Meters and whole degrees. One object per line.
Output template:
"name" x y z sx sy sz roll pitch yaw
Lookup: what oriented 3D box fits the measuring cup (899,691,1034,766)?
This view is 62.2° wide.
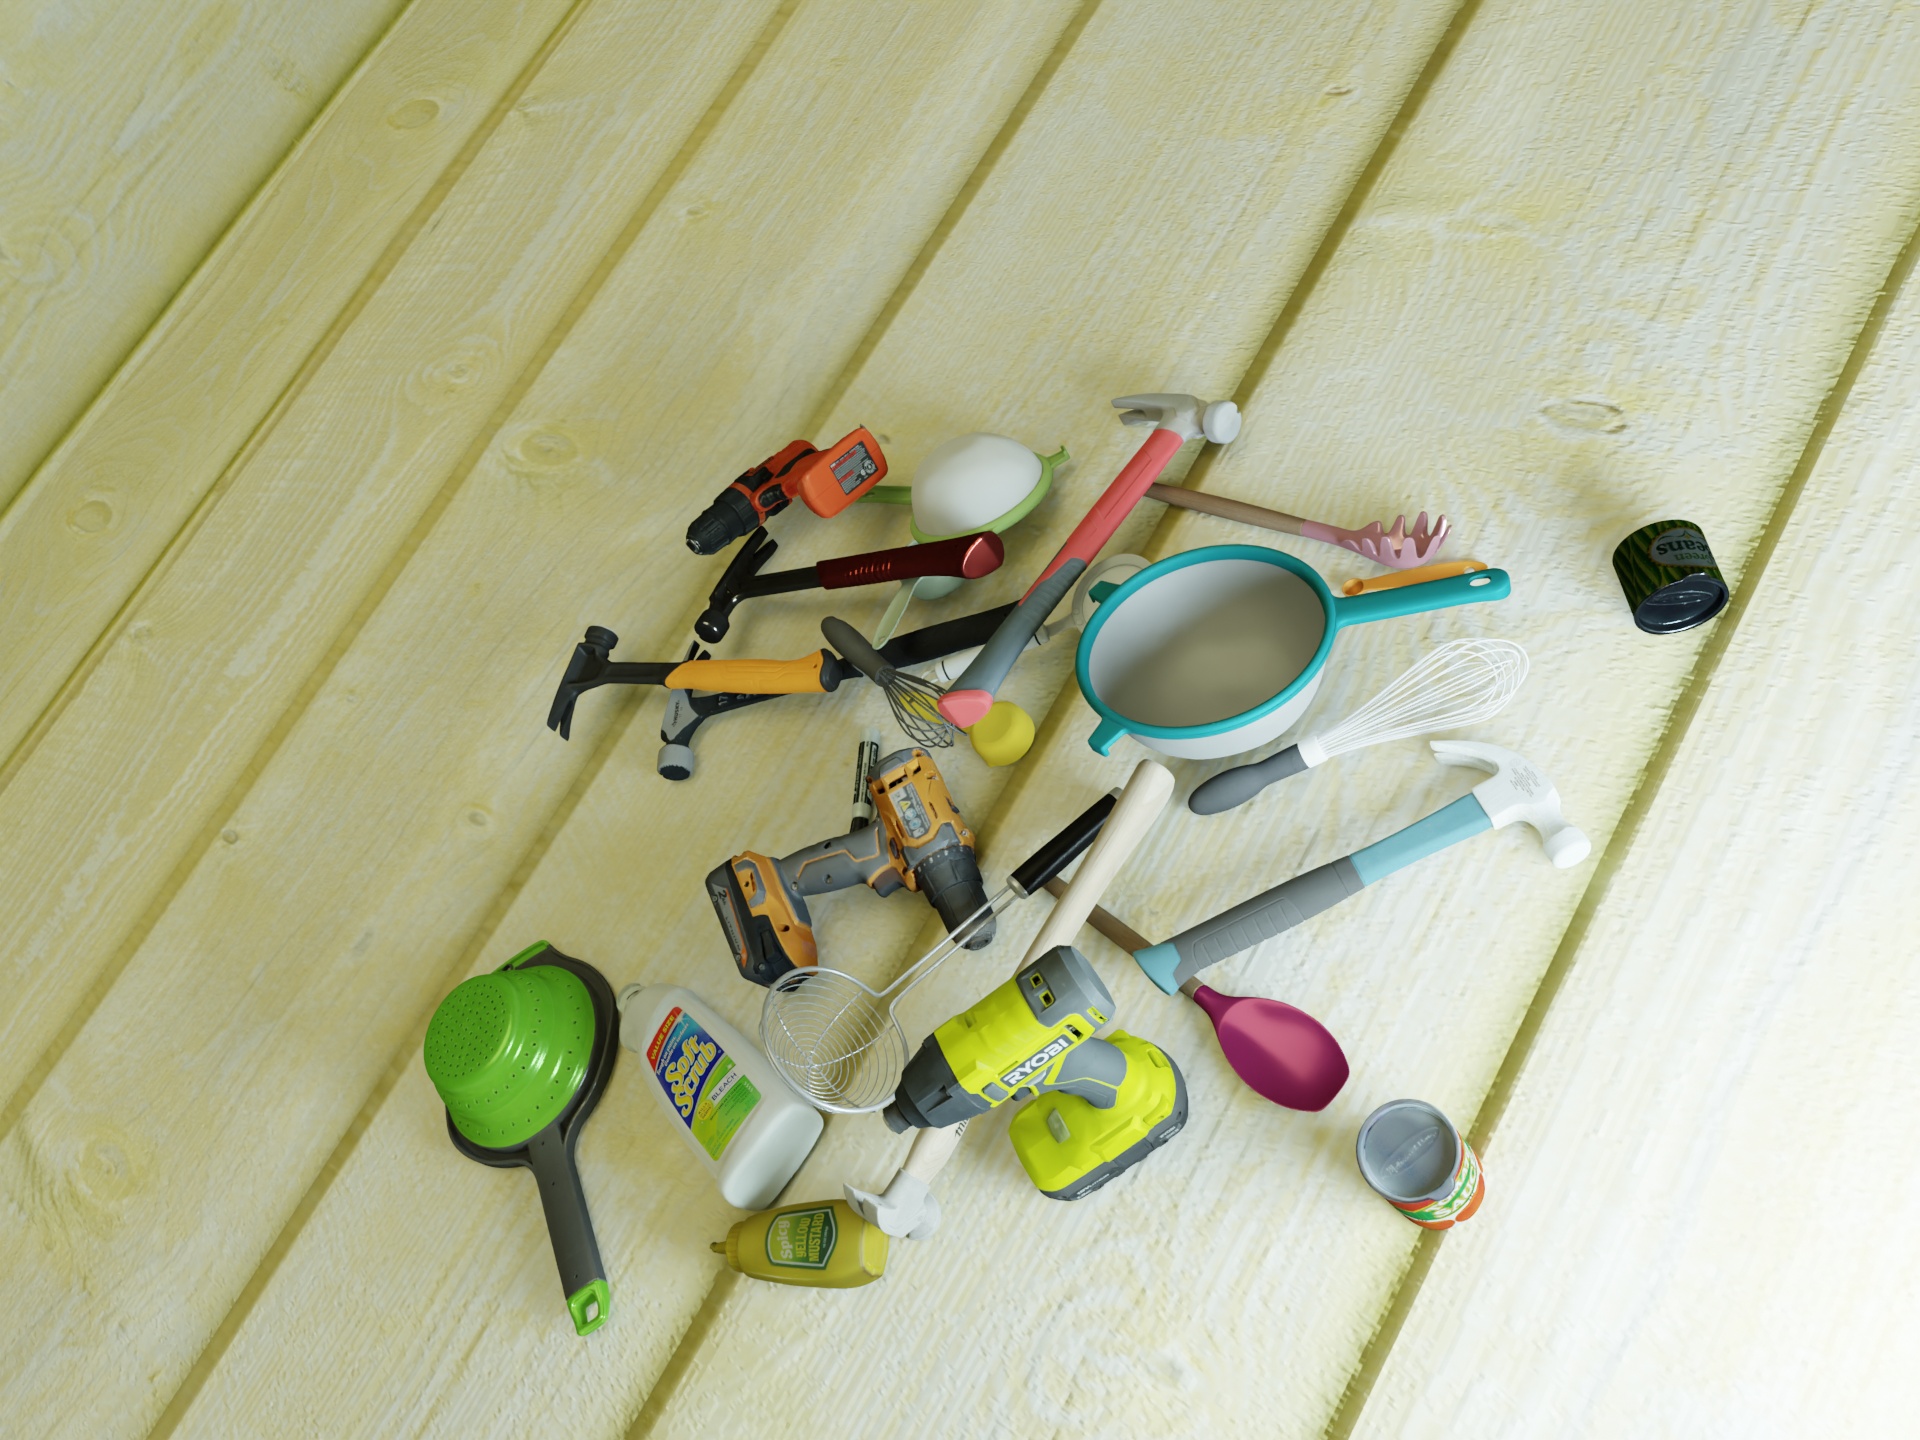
"measuring cup" -0.002 -0.005 1.443 0.157 0.029 0.062 21 74 36

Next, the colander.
"colander" -0.393 0.355 1.416 0.204 0.094 0.398 -36 50 7

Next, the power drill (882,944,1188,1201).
"power drill" 0.057 0.258 1.120 0.171 0.223 0.080 -37 49 6

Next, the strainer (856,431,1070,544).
"strainer" -0.029 -0.241 1.560 0.256 0.069 0.151 9 48 43

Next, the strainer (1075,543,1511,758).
"strainer" 0.266 -0.051 1.273 0.340 0.095 0.211 -11 44 16

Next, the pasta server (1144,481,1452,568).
"pasta server" 0.277 -0.180 1.380 0.316 0.040 0.060 22 41 40

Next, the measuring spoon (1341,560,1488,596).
"measuring spoon" 0.372 -0.114 1.302 0.117 0.011 0.021 -8 51 23

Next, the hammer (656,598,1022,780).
"hammer" -0.116 -0.053 1.540 0.409 0.036 0.149 -15 55 22

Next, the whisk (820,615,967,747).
"whisk" -0.066 -0.041 1.454 0.055 0.055 0.239 -47 44 -2

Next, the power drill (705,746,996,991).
"power drill" -0.087 0.151 1.365 0.226 0.084 0.185 -31 64 7

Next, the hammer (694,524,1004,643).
"hammer" -0.103 -0.150 1.534 0.359 0.036 0.149 -4 45 40

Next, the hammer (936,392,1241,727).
"hammer" 0.093 -0.151 1.420 0.143 0.038 0.386 16 61 47

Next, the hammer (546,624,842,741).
"hammer" -0.263 -0.039 1.573 0.337 0.034 0.127 1 60 31

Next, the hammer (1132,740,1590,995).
"hammer" 0.283 0.119 1.183 0.331 0.033 0.128 -28 51 9

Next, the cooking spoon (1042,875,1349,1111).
"cooking spoon" 0.166 0.196 1.227 0.069 0.017 0.319 -49 50 -8

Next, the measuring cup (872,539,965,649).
"measuring cup" -0.040 -0.116 1.505 0.083 0.038 0.168 -3 45 35

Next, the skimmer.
"skimmer" 0.002 0.165 1.252 0.363 0.090 0.127 -39 78 -14

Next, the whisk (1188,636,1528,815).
"whisk" 0.303 0.009 1.236 0.284 0.070 0.070 -27 51 21

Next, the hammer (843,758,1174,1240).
"hammer" 0.047 0.203 1.212 0.038 0.146 0.411 27 77 24

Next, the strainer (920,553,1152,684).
"strainer" 0.080 -0.081 1.423 0.258 0.050 0.087 -21 58 15
